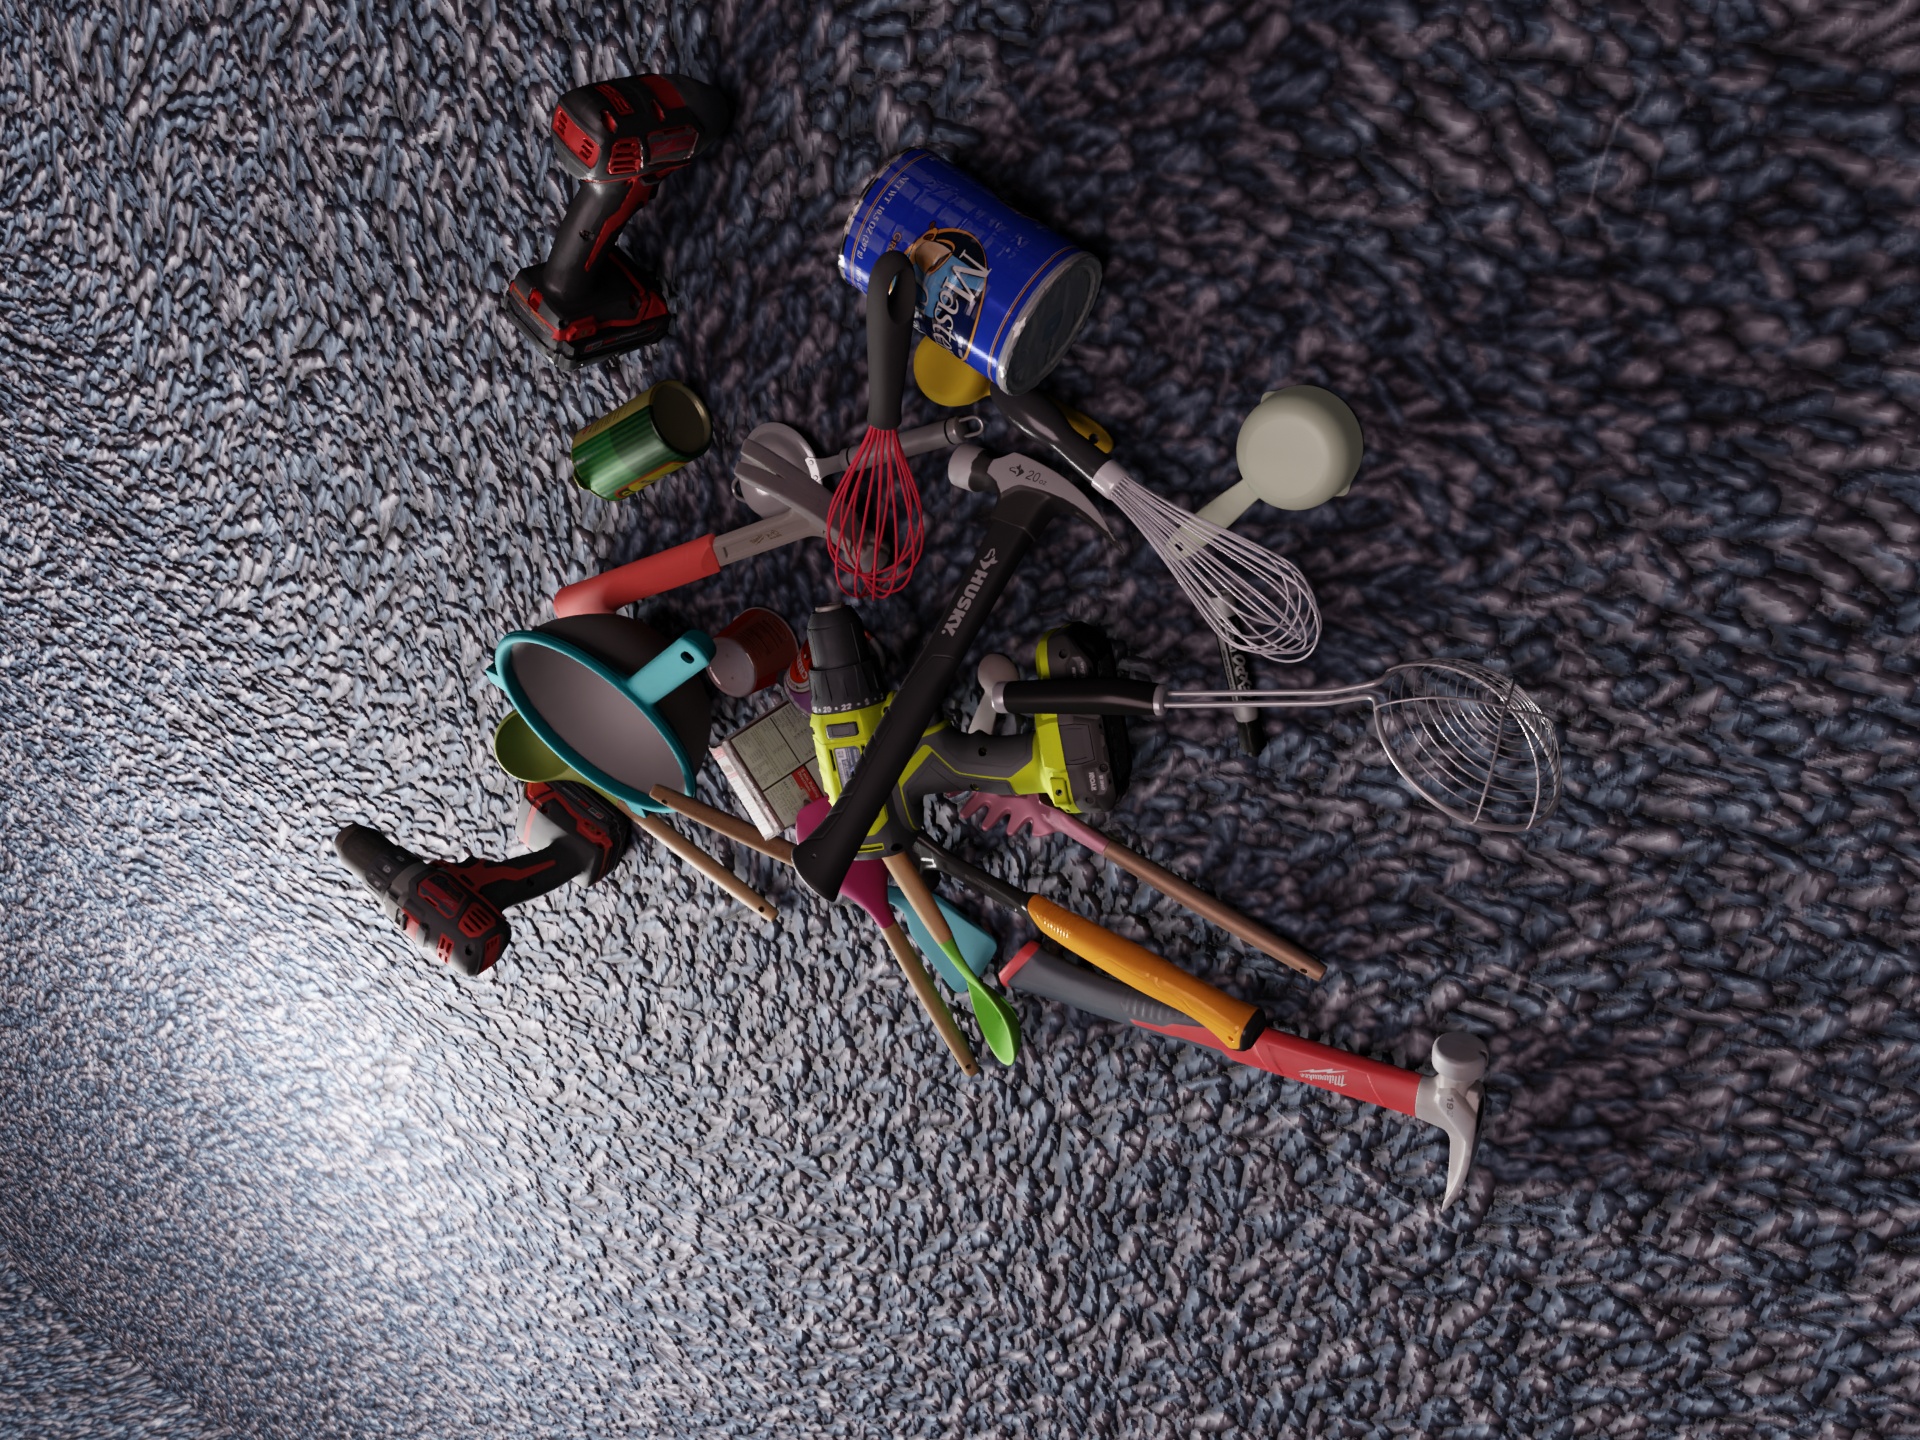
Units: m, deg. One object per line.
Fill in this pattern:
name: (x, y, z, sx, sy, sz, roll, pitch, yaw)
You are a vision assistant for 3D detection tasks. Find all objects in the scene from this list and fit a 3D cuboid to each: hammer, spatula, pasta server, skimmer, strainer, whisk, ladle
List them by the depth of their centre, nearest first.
skimmer: (0.193, 0.010, 1.027, 0.363, 0.127, 0.090, 1, 130, 28)
whisk: (0.122, -0.137, 1.040, 0.285, 0.070, 0.070, 43, 130, 17)
whisk: (-0.053, -0.189, 1.080, 0.073, 0.073, 0.295, 31, 143, 18)
hammer: (-0.016, -0.029, 1.086, 0.146, 0.035, 0.335, 24, 81, 31)
strainer: (-0.091, -0.196, 1.198, 0.258, 0.050, 0.087, -9, 103, 34)
pasta server: (0.131, 0.115, 1.205, 0.316, 0.040, 0.060, 30, 145, 17)
hammer: (0.081, 0.154, 1.219, 0.337, 0.034, 0.127, 27, 146, 28)
hammer: (0.205, 0.255, 1.227, 0.386, 0.038, 0.143, 13, 122, 29)
hammer: (-0.228, -0.133, 1.291, 0.359, 0.037, 0.149, -11, 146, 43)
strainer: (-0.258, -0.040, 1.324, 0.211, 0.095, 0.340, 45, 147, -13)
spatula: (-0.119, 0.132, 1.344, 0.317, 0.044, 0.082, 26, 132, -7)
ladle: (-0.301, 0.091, 1.482, 0.320, 0.062, 0.078, 35, 102, 11)

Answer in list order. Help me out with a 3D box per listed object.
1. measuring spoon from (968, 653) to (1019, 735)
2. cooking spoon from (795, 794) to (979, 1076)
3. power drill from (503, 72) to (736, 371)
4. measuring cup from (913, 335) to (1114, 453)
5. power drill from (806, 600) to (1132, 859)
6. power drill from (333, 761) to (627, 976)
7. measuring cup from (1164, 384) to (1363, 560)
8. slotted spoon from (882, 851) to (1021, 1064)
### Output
measuring spoon: (0.016, 0.002, 1.239, 0.034, 0.018, 0.124, 30, 128, 18)
cooking spoon: (-0.050, 0.187, 1.327, 0.069, 0.017, 0.318, -25, 120, 2)
power drill: (-0.244, -0.368, 1.155, 0.078, 0.143, 0.219, 47, 137, 11)
measuring cup: (0.035, -0.223, 1.097, 0.156, 0.029, 0.062, 31, 116, 15)
power drill: (-0.002, -0.004, 1.162, 0.228, 0.080, 0.190, -7, 102, 18)
power drill: (-0.445, 0.124, 1.483, 0.188, 0.227, 0.080, 35, 128, 15)
measuring cup: (0.184, -0.148, 1.030, 0.083, 0.038, 0.167, 52, 130, 1)
slotted spoon: (-0.023, 0.158, 1.291, 0.313, 0.031, 0.070, 60, 164, -25)
